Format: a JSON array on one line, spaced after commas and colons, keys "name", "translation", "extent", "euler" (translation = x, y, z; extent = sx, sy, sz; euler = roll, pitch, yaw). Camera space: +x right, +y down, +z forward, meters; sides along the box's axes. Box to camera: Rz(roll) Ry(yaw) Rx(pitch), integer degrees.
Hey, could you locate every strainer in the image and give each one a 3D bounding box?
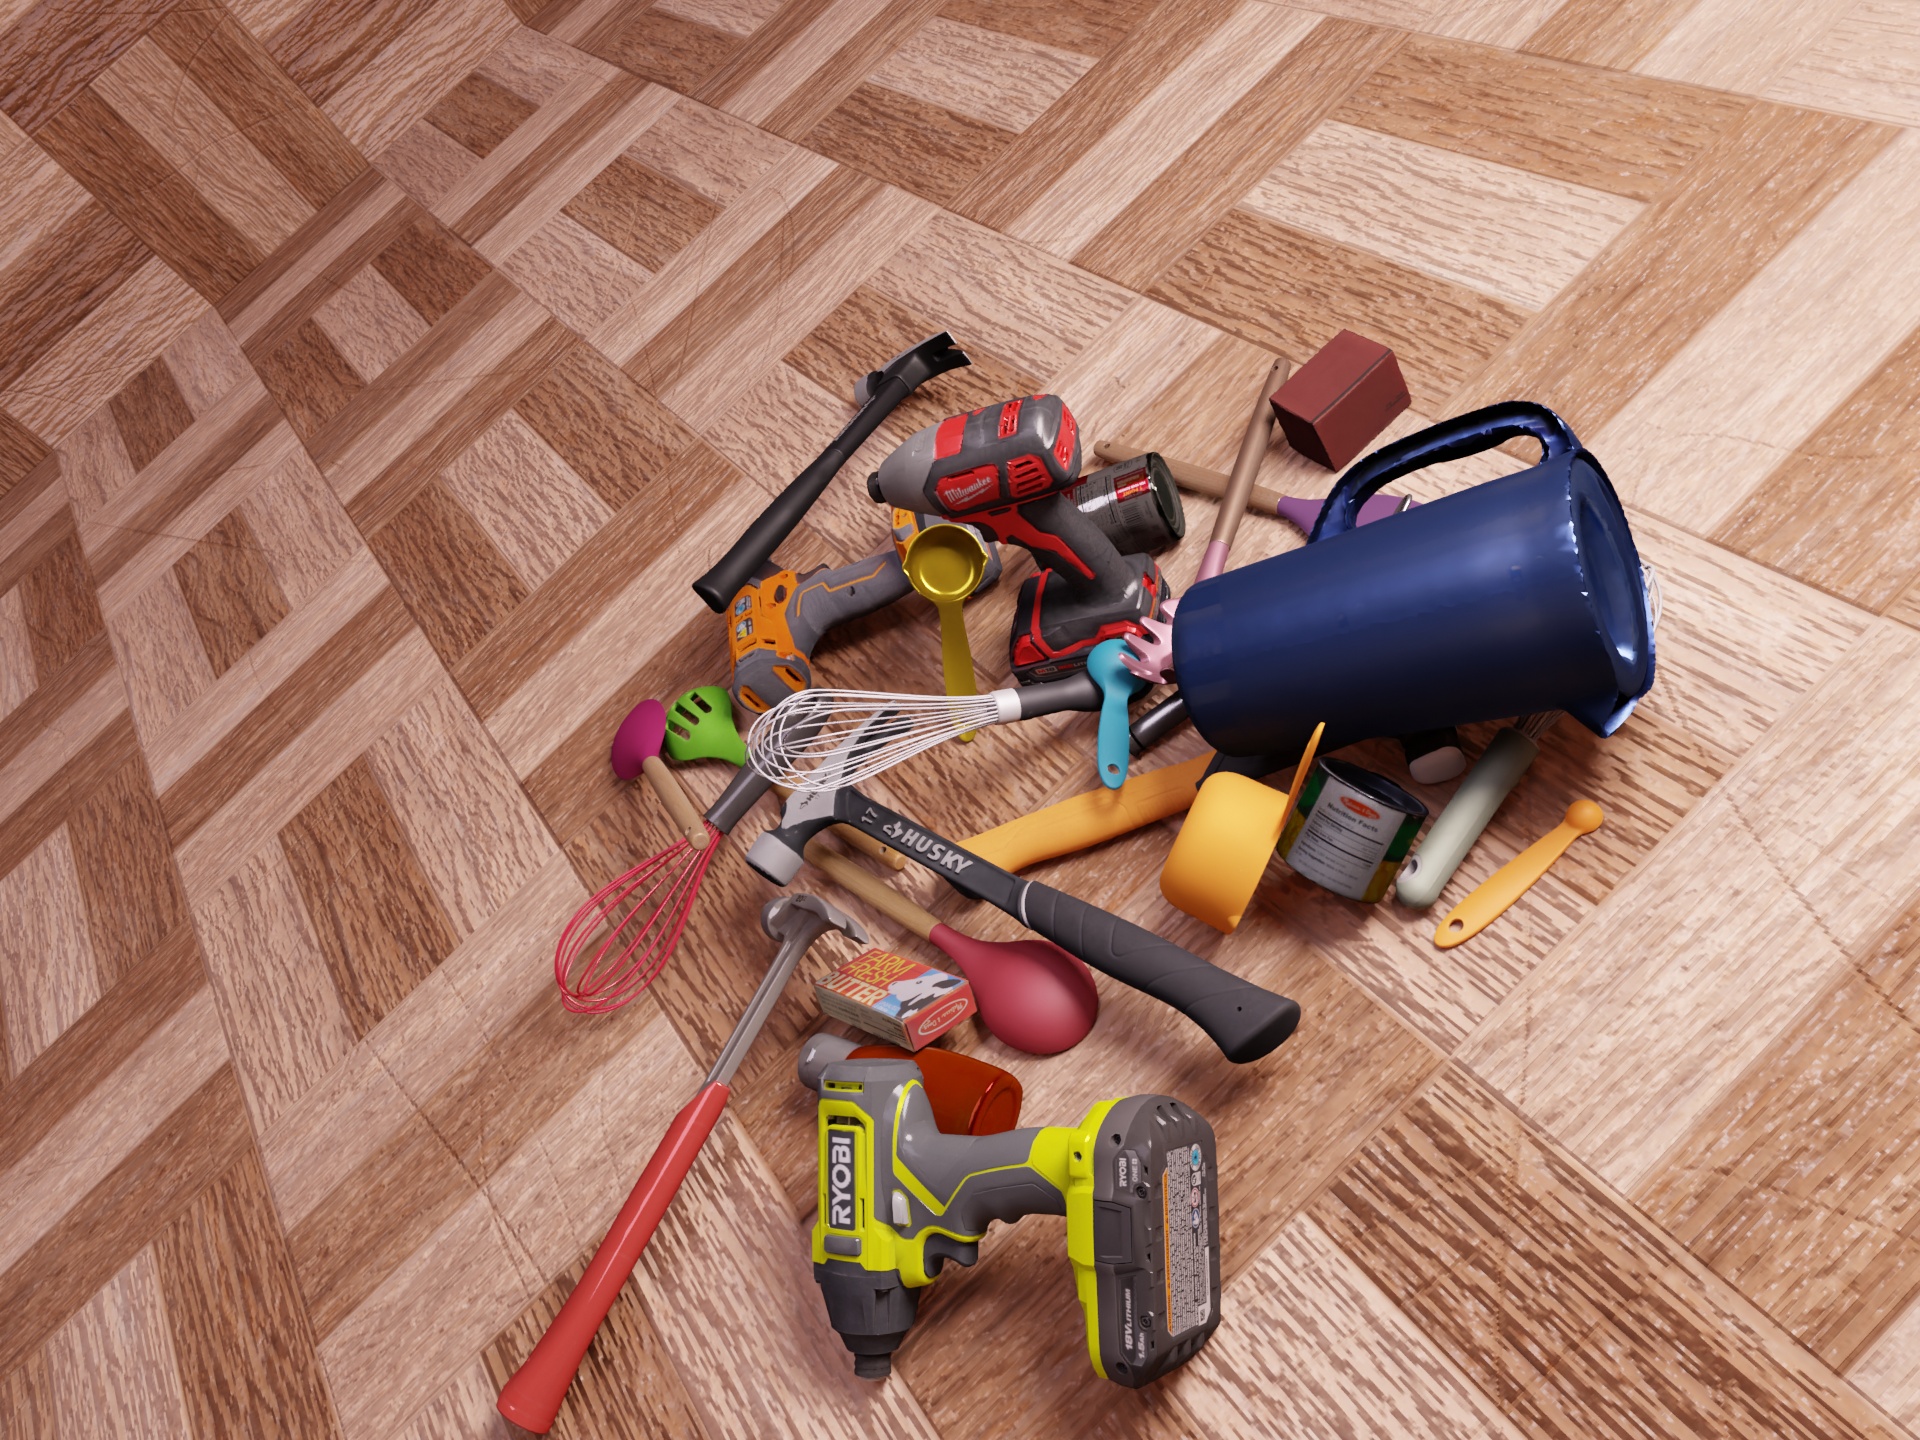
[{"name": "strainer", "translation": [0.196, -0.047, 1.027], "extent": [0.258, 0.050, 0.087], "euler": [-37, 7, 13]}]

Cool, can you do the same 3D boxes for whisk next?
[{"name": "whisk", "translation": [-0.191, 0.091, 1.154], "extent": [0.296, 0.073, 0.073], "euler": [-51, 44, -7]}, {"name": "whisk", "translation": [0.320, 0.005, 0.897], "extent": [0.246, 0.059, 0.058], "euler": [-53, 8, -8]}, {"name": "whisk", "translation": [-0.002, -0.003, 1.031], "extent": [0.284, 0.070, 0.070], "euler": [-10, 39, -20]}]

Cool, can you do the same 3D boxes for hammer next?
[{"name": "hammer", "translation": [-0.110, -0.203, 1.290], "extent": [0.146, 0.035, 0.335], "euler": [-16, 31, 49]}, {"name": "hammer", "translation": [0.034, 0.102, 0.975], "extent": [0.409, 0.036, 0.149], "euler": [23, 71, 43]}, {"name": "hammer", "translation": [-0.174, 0.270, 0.989], "extent": [0.359, 0.036, 0.149], "euler": [-60, 17, -12]}, {"name": "hammer", "translation": [0.138, 0.035, 1.003], "extent": [0.337, 0.034, 0.127], "euler": [-22, 47, 19]}]

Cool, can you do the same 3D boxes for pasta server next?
[{"name": "pasta server", "translation": [0.180, -0.143, 1.087], "extent": [0.060, 0.040, 0.316], "euler": [-5, 49, 38]}]

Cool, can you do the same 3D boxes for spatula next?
[{"name": "spatula", "translation": [0.210, -0.160, 1.124], "extent": [0.316, 0.018, 0.060], "euler": [27, 72, 43]}]

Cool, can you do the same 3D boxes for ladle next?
[{"name": "ladle", "translation": [-0.029, 0.130, 1.050], "extent": [0.316, 0.031, 0.069], "euler": [26, 72, 46]}]

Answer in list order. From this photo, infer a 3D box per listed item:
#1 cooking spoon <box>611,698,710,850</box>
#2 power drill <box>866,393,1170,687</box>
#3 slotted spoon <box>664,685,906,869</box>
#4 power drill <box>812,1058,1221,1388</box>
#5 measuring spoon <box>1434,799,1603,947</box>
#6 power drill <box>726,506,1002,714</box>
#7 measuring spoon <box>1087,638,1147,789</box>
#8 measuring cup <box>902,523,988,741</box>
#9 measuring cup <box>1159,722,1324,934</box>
[{"name": "cooking spoon", "translation": [-0.228, 0.040, 1.200], "extent": [0.069, 0.017, 0.319], "euler": [-57, 26, 1]}, {"name": "power drill", "translation": [0.042, -0.118, 1.058], "extent": [0.143, 0.219, 0.079], "euler": [-11, 50, 28]}, {"name": "slotted spoon", "translation": [-0.140, 0.042, 1.198], "extent": [0.314, 0.031, 0.070], "euler": [29, 80, 44]}, {"name": "power drill", "translation": [0.020, 0.271, 0.842], "extent": [0.223, 0.080, 0.171], "euler": [-5, 82, 34]}, {"name": "measuring spoon", "translation": [0.302, 0.083, 0.866], "extent": [0.117, 0.011, 0.021], "euler": [-41, 43, 0]}, {"name": "power drill", "translation": [-0.089, -0.118, 1.256], "extent": [0.226, 0.084, 0.164], "euler": [-30, 42, 15]}, {"name": "measuring spoon", "translation": [0.102, -0.009, 1.017], "extent": [0.042, 0.021, 0.129], "euler": [14, 45, -6]}, {"name": "measuring cup", "translation": [-0.004, -0.063, 1.145], "extent": [0.062, 0.029, 0.156], "euler": [-7, 90, 2]}, {"name": "measuring cup", "translation": [0.155, 0.047, 0.881], "extent": [0.052, 0.173, 0.095], "euler": [24, 53, 11]}]
